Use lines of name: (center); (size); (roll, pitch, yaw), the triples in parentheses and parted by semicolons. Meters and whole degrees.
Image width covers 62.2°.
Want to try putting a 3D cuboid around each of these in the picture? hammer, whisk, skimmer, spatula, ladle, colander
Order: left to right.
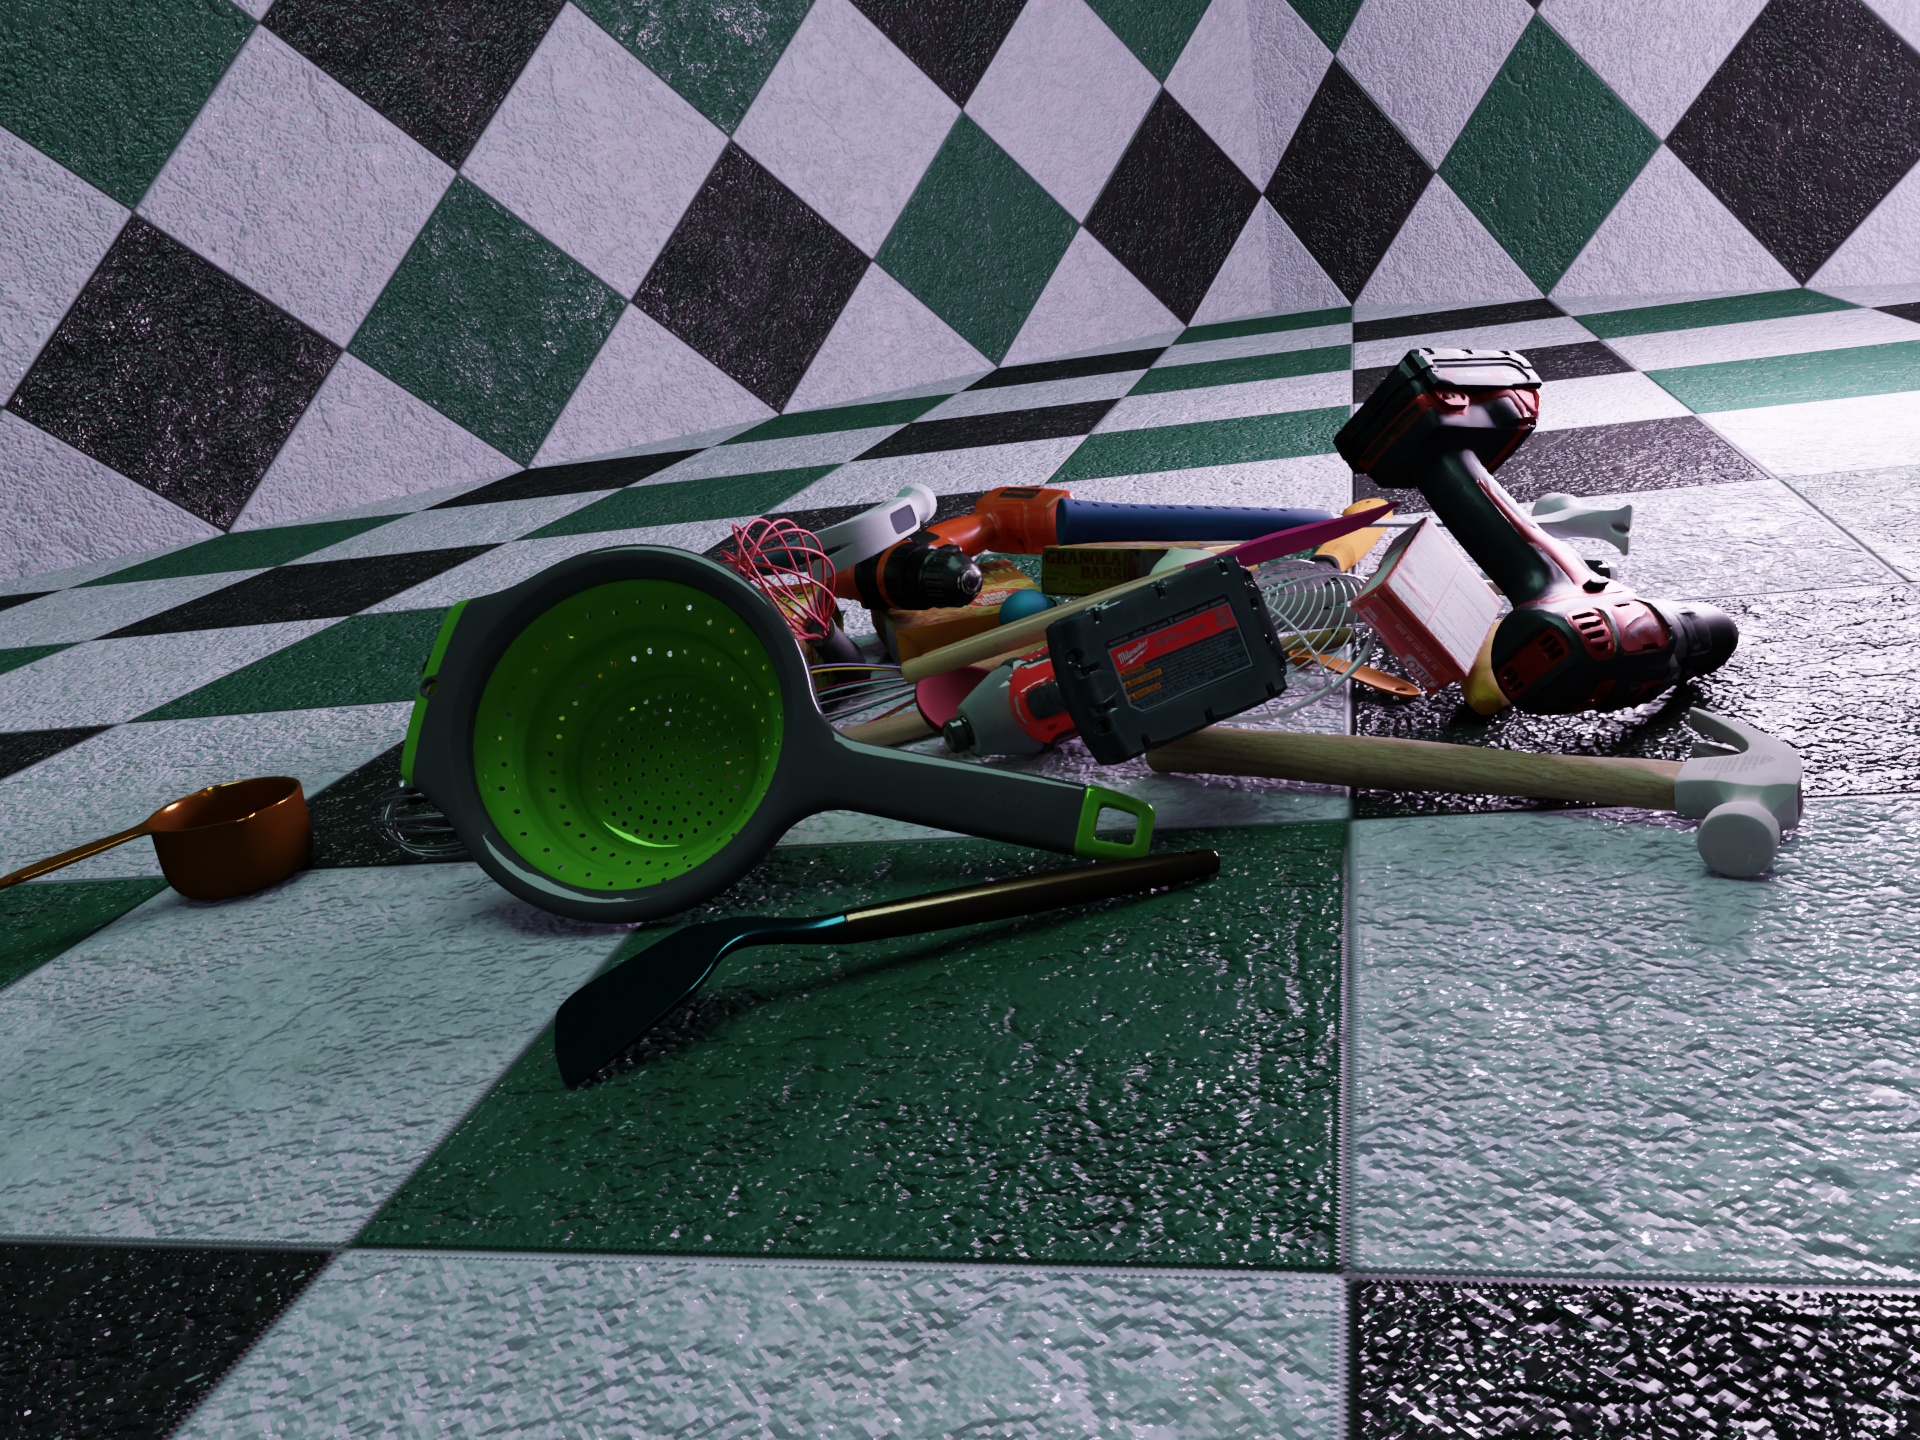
whisk: (-0.232, 0.054, 0.938); (0.239, 0.055, 0.055); (-2, 18, 6)
hammer: (-0.183, -0.105, 1.187); (0.331, 0.033, 0.128); (-15, 15, 23)
colander: (-0.093, 0.029, 0.858); (0.397, 0.204, 0.094); (11, -14, 10)
whisk: (-0.097, -0.065, 1.036); (0.073, 0.073, 0.295); (-6, -13, 8)
spatula: (-0.027, 0.100, 0.730); (0.317, 0.044, 0.082); (-9, 17, -15)
whisk: (-0.022, -0.022, 1.086); (0.245, 0.051, 0.047); (-14, 55, -30)
spatula: (-0.002, -0.003, 1.040); (0.316, 0.018, 0.060); (-14, 28, -17)
ladle: (0.119, -0.030, 1.041); (0.315, 0.031, 0.069); (-11, 53, -17)
hammer: (0.297, -0.127, 1.238); (0.127, 0.034, 0.337); (-8, 15, 28)
hammer: (0.271, -0.140, 1.119); (0.405, 0.035, 0.144); (-1, 12, -6)
skimmer: (0.298, -0.059, 1.029); (0.363, 0.090, 0.127); (-5, 20, -33)
hammer: (0.248, 0.023, 0.815); (0.331, 0.031, 0.130); (4, 22, 36)

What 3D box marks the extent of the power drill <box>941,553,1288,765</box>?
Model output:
power drill: (0.076, -0.022, 0.889); (0.143, 0.078, 0.219); (-22, 1, -16)

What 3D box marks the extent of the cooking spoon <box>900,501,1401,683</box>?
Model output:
cooking spoon: (0.115, -0.080, 0.975); (0.319, 0.017, 0.069); (-19, 6, 5)

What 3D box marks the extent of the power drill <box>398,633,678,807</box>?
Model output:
power drill: (-0.297, -0.001, 1.086); (0.171, 0.080, 0.223); (-14, 21, -16)

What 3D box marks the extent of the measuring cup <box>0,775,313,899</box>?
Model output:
measuring cup: (-0.471, 0.086, 0.939); (0.173, 0.052, 0.095); (-22, 22, -31)

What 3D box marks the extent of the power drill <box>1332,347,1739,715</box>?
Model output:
power drill: (0.339, -0.105, 0.916); (0.187, 0.227, 0.080); (-8, -30, -36)

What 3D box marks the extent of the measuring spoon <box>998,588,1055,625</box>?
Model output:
measuring spoon: (0.076, -0.069, 1.115); (0.042, 0.021, 0.129); (-29, 37, -31)

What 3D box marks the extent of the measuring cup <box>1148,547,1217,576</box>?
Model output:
measuring cup: (0.125, -0.065, 1.119); (0.167, 0.083, 0.038); (-17, 28, 36)

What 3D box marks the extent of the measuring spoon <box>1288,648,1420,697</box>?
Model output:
measuring spoon: (0.250, -0.028, 1.013); (0.021, 0.011, 0.117); (-14, 22, -24)
